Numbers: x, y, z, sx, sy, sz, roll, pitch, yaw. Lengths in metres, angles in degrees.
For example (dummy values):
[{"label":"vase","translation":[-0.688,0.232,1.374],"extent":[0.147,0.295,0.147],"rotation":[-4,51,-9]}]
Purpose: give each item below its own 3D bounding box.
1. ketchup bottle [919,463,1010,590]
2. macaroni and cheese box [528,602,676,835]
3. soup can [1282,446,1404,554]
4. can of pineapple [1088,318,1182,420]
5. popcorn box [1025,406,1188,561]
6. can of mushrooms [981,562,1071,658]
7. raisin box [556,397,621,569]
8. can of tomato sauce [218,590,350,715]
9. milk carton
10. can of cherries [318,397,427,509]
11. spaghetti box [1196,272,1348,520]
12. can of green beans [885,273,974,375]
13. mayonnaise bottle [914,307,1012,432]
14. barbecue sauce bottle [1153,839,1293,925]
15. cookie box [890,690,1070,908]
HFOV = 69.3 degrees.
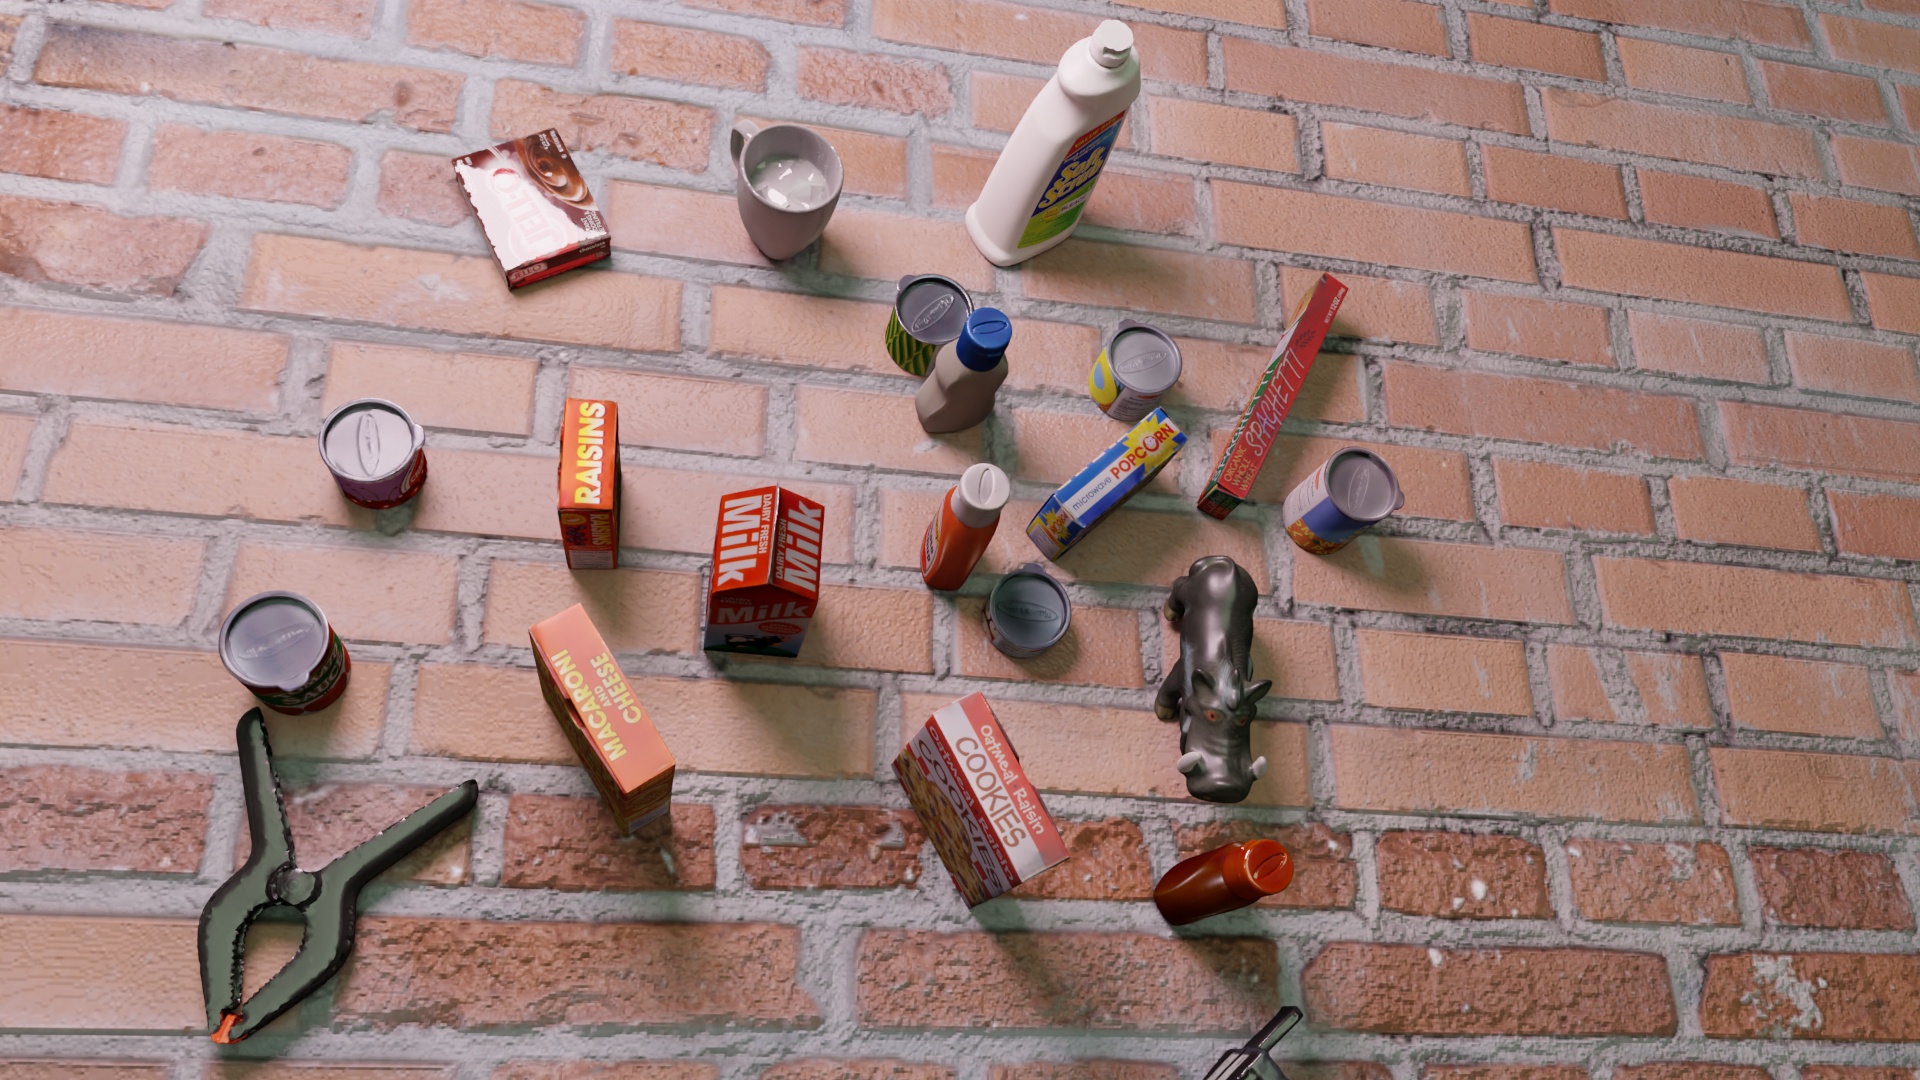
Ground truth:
[{"label":"ketchup bottle","translation":[0.004,-0.013,1.047],"extent":[0.043,0.148,0.065],"rotation":[11,68,-9]},{"label":"macaroni and cheese box","translation":[-0.239,0.125,0.928],"extent":[0.040,0.165,0.124],"rotation":[-29,78,-21]},{"label":"soup can","translation":[0.319,-0.031,1.162],"extent":[0.071,0.083,0.071],"rotation":[4,69,-11]},{"label":"can of pineapple","translation":[0.148,-0.144,1.181],"extent":[0.071,0.057,0.071],"rotation":[4,69,-11]},{"label":"popcorn box","translation":[0.117,-0.044,1.120],"extent":[0.127,0.085,0.038],"rotation":[-39,82,-23]},{"label":"can of mushrooms","translation":[0.052,0.056,1.095],"extent":[0.071,0.033,0.071],"rotation":[4,68,-11]},{"label":"raisin box","translation":[-0.268,-0.039,1.008],"extent":[0.040,0.123,0.086],"rotation":[2,69,-12]},{"label":"can of tomato sauce","translation":[-0.454,0.079,0.941],"extent":[0.071,0.082,0.071],"rotation":[4,69,-11]},{"label":"milk carton","translation":[-0.139,0.023,0.977],"extent":[0.073,0.189,0.072],"rotation":[6,69,-11]},{"label":"can of cherries","translation":[-0.426,-0.062,1.016],"extent":[0.071,0.058,0.072],"rotation":[4,69,-11]},{"label":"spaghetti box","translation":[0.272,-0.127,1.207],"extent":[0.029,0.050,0.251],"rotation":[31,66,0]},{"label":"can of green beans","translation":[-0.027,-0.179,1.154],"extent":[0.071,0.057,0.071],"rotation":[4,69,-11]},{"label":"mayonnaise bottle","translation":[0.007,-0.133,1.095],"extent":[0.065,0.147,0.041],"rotation":[-13,73,-17]},{"label":"barbecue sauce bottle","translation":[0.190,0.242,0.991],"extent":[0.065,0.148,0.044],"rotation":[-28,78,-21]},{"label":"cookie box","translation":[0.010,0.183,0.962],"extent":[0.040,0.166,0.123],"rotation":[-25,77,-20]}]
